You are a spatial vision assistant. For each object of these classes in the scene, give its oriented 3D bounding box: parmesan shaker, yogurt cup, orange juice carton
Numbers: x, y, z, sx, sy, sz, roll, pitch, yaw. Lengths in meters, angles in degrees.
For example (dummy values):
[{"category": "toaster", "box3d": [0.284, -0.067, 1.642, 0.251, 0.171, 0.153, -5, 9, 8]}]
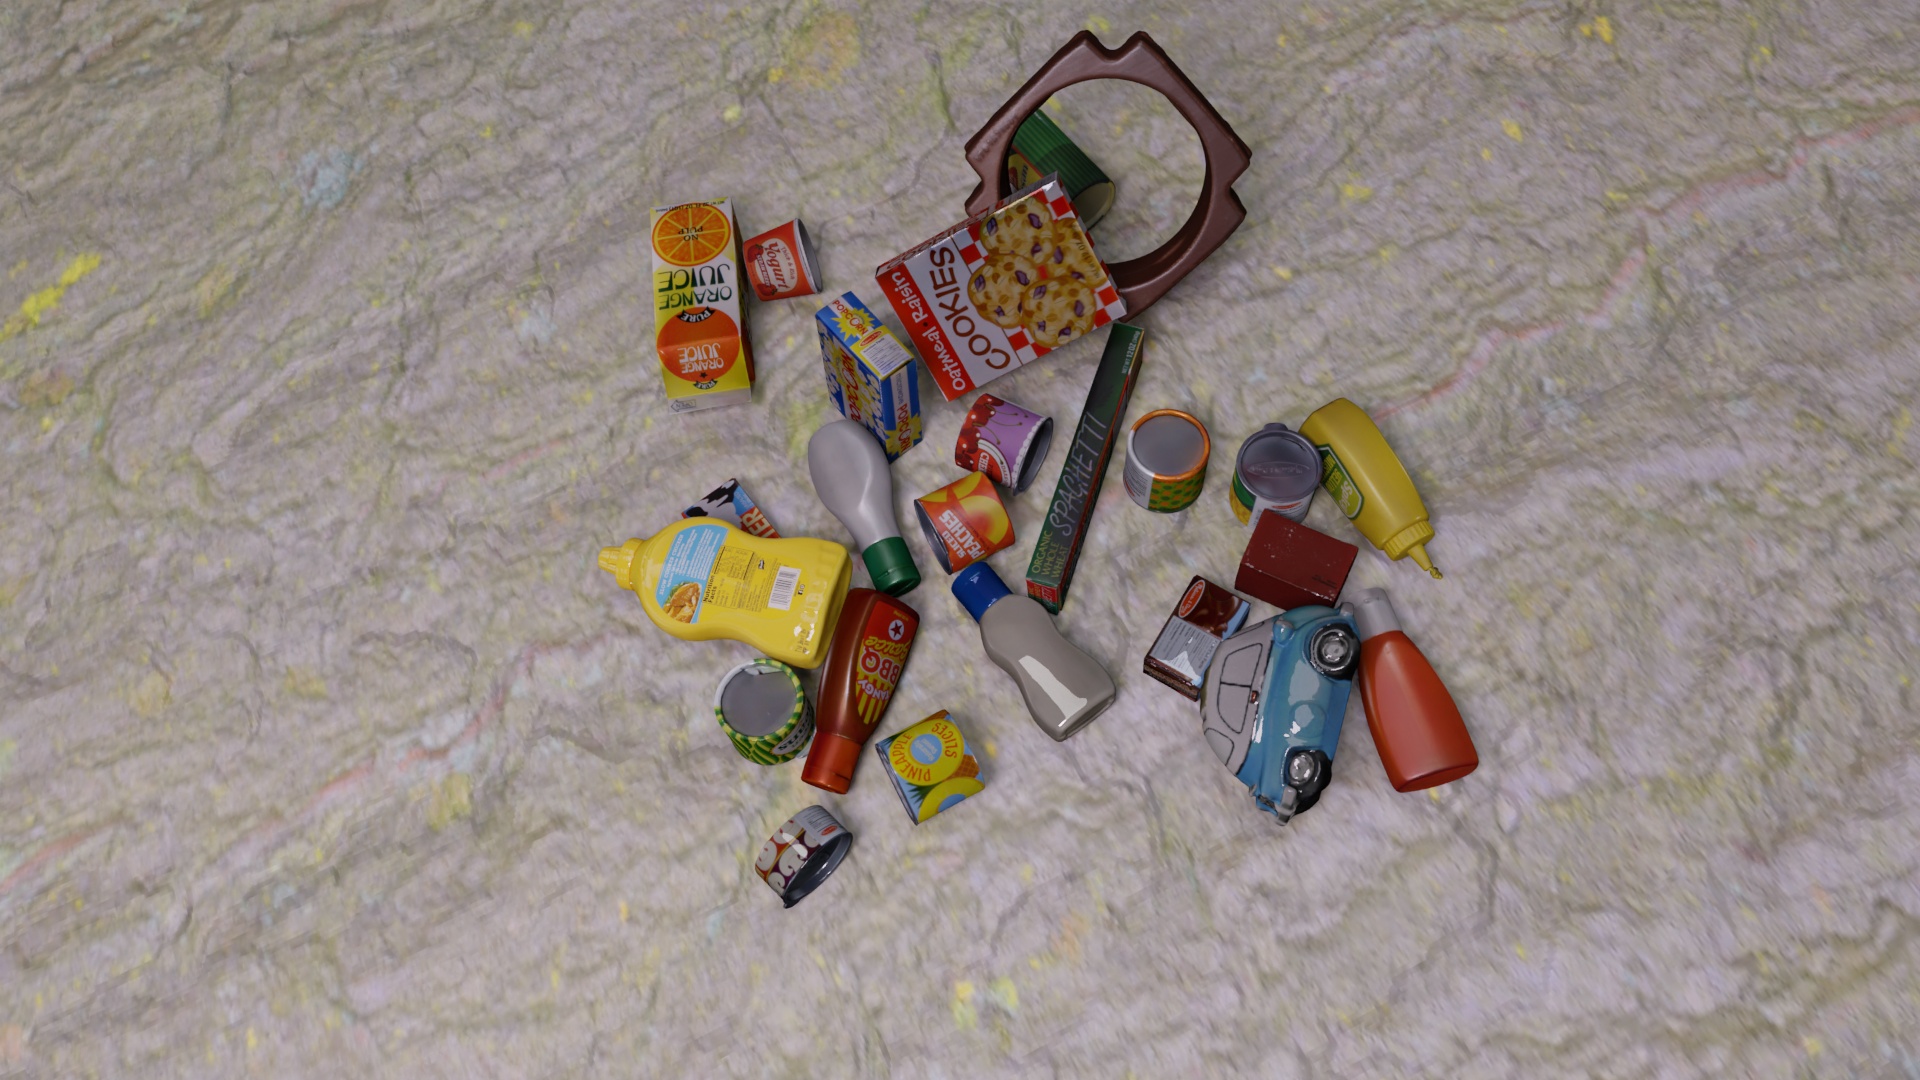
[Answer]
[{"category": "parmesan shaker", "box3d": [0.082, -0.329, 1.240, 0.071, 0.071, 0.103, -34, 67, -12]}, {"category": "yogurt cup", "box3d": [-0.157, -0.243, 1.217, 0.054, 0.072, 0.072, -15, 64, 5]}, {"category": "orange juice carton", "box3d": [-0.220, -0.195, 1.191, 0.072, 0.072, 0.193, -8, 64, -1]}]

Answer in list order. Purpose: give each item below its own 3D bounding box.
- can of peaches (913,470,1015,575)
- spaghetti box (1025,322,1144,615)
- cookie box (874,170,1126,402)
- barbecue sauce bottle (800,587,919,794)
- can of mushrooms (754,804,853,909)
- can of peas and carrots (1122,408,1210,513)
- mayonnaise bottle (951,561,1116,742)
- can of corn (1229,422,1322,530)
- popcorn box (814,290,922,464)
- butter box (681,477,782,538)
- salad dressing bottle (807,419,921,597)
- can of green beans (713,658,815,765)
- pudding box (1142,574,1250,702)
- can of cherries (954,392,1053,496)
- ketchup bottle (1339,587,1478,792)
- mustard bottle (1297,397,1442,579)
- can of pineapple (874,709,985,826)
[{"category": "can of peaches", "box3d": [0.004, -0.014, 1.089, 0.058, 0.071, 0.071, -25, 65, -10]}, {"category": "spaghetti box", "box3d": [0.102, -0.062, 1.118, 0.029, 0.050, 0.251, 15, 66, 13]}, {"category": "cookie box", "box3d": [0.032, -0.204, 1.129, 0.167, 0.122, 0.040, -25, 21, 16]}, {"category": "barbecue sauce bottle", "box3d": [-0.079, 0.113, 1.038, 0.043, 0.065, 0.149, 3, 67, 41]}, {"category": "can of mushrooms", "box3d": [-0.112, 0.223, 0.982, 0.033, 0.070, 0.071, 40, 72, 20]}, {"category": "can of peas and carrots", "box3d": [0.167, -0.065, 1.111, 0.071, 0.058, 0.071, -1, 64, 3]}, {"category": "mayonnaise bottle", "box3d": [0.051, 0.080, 1.057, 0.065, 0.041, 0.148, -34, 66, -14]}, {"category": "can of corn", "box3d": [0.248, -0.048, 1.098, 0.071, 0.058, 0.071, -1, 64, 3]}, {"category": "popcorn box", "box3d": [-0.073, -0.130, 1.120, 0.038, 0.126, 0.085, -37, 68, -17]}, {"category": "butter box", "box3d": [-0.174, 0.002, 1.117, 0.053, 0.024, 0.104, -36, 67, -13]}, {"category": "salad dressing bottle", "box3d": [-0.075, -0.025, 1.111, 0.064, 0.044, 0.148, -33, 68, 24]}, {"category": "can of green beans", "box3d": [-0.145, 0.128, 1.034, 0.071, 0.057, 0.071, -1, 64, 3]}, {"category": "pudding box", "box3d": [0.180, 0.074, 1.057, 0.050, 0.030, 0.084, 28, 68, 17]}, {"category": "can of cherries", "box3d": [0.034, -0.077, 1.120, 0.058, 0.071, 0.072, 24, 68, 15]}, {"category": "ketchup bottle", "box3d": [0.324, 0.107, 1.024, 0.065, 0.043, 0.149, -13, 64, -4]}, {"category": "mustard bottle", "box3d": [0.325, -0.035, 1.085, 0.049, 0.065, 0.160, -26, 69, -13]}, {"category": "can of pineapple", "box3d": [-0.022, 0.163, 1.003, 0.058, 0.070, 0.071, -27, 65, -10]}]
